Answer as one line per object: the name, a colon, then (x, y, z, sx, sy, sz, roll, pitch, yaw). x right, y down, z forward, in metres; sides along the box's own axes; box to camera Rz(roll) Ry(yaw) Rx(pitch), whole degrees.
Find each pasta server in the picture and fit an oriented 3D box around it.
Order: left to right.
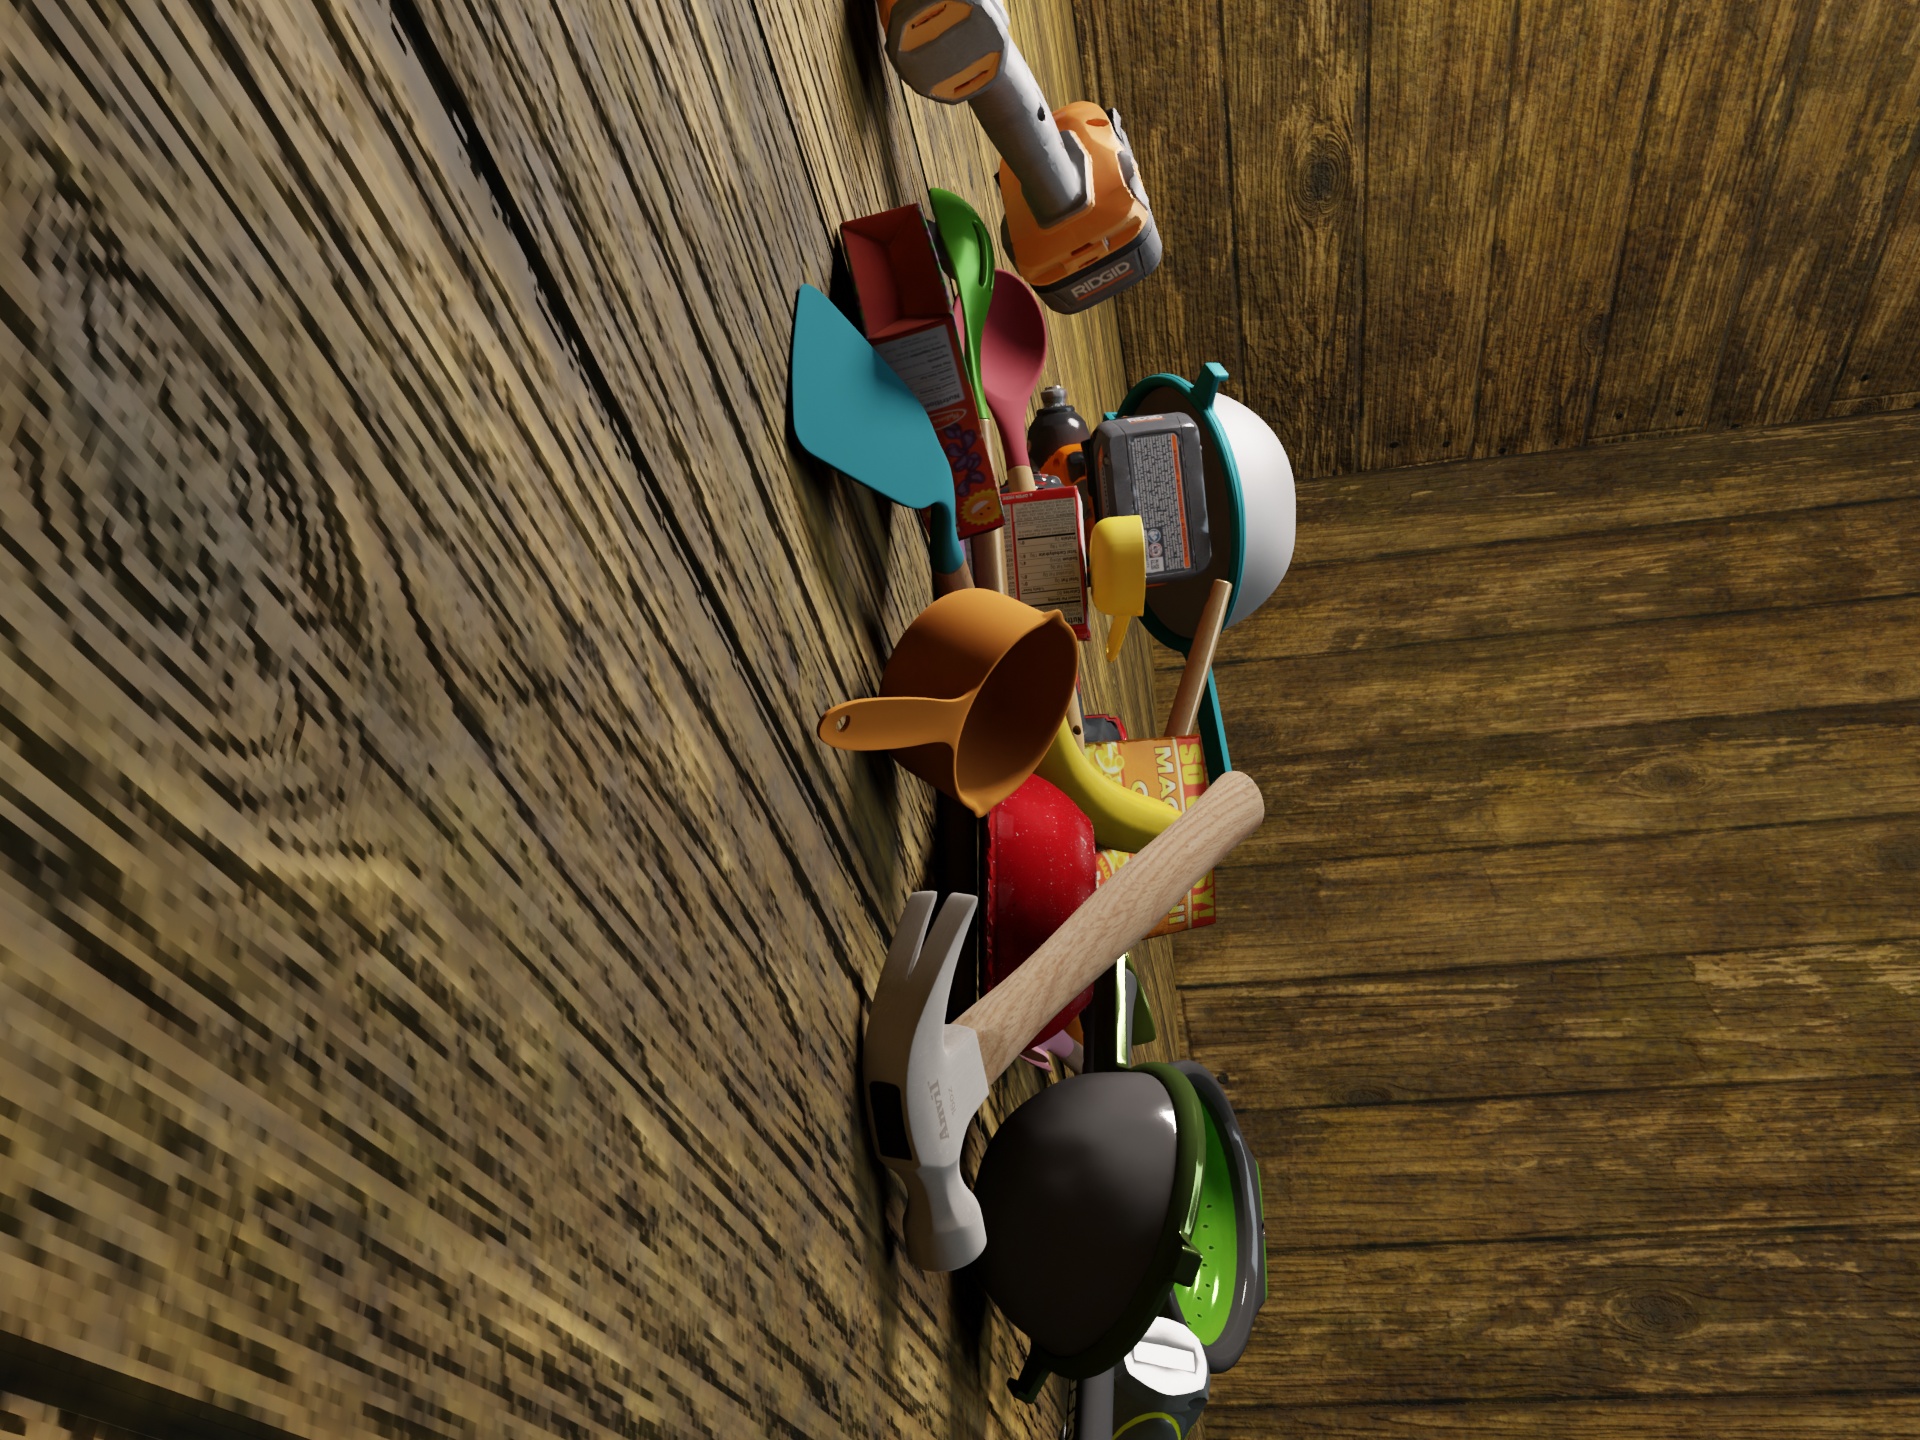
pasta server: (0.079, 0.217, 1.023, 0.316, 0.040, 0.060, 52, 49, -61)

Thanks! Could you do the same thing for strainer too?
strainer: (0.051, 0.187, 0.785, 0.151, 0.069, 0.257, -53, -160, 38)
strainer: (0.208, -0.100, 1.225, 0.211, 0.095, 0.340, 175, -96, -71)

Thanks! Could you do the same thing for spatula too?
spatula: (-0.012, -0.057, 0.714, 0.317, 0.044, 0.082, 71, 15, -57)
spatula: (-0.001, -0.003, 0.820, 0.059, 0.018, 0.316, 75, 12, -60)

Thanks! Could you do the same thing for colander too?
colander: (0.091, 0.314, 1.040, 0.396, 0.094, 0.205, 37, 47, -53)

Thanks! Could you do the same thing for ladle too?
ladle: (0.041, -0.128, 0.959, 0.031, 0.069, 0.316, -37, -121, 58)
ladle: (0.143, 0.061, 1.074, 0.078, 0.062, 0.320, 161, -54, -83)

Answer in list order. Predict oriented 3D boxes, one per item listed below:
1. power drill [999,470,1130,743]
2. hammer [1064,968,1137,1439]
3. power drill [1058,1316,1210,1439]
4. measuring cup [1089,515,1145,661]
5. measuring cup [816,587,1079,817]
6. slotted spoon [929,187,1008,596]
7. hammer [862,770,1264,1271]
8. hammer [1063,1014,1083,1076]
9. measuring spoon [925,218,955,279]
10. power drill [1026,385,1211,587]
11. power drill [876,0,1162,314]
power drill: (0.065, -0.057, 1.085, 0.188, 0.080, 0.226, -53, 134, -77)
hammer: (0.071, 0.274, 0.813, 0.146, 0.035, 0.335, 112, -11, -49)
power drill: (0.084, 0.452, 0.825, 0.223, 0.080, 0.171, -84, -170, -57)
measuring cup: (0.086, -0.069, 0.943, 0.156, 0.029, 0.062, 96, -6, -69)
measuring cup: (-0.018, -0.011, 0.639, 0.173, 0.052, 0.095, -4, 118, -56)
slotted spoon: (0.012, -0.140, 0.883, 0.070, 0.031, 0.314, -7, 92, -77)
hammer: (0.061, 0.093, 0.709, 0.331, 0.031, 0.130, -32, 115, -52)
hammer: (0.088, 0.241, 1.168, 0.127, 0.034, 0.336, -86, 166, -50)
measuring spoon: (-0.017, -0.271, 0.909, 0.124, 0.018, 0.034, -32, 115, -72)
power drill: (0.106, -0.180, 1.211, 0.226, 0.084, 0.164, -160, -119, -73)
power drill: (0.022, -0.356, 0.870, 0.226, 0.084, 0.186, 43, 30, -49)
